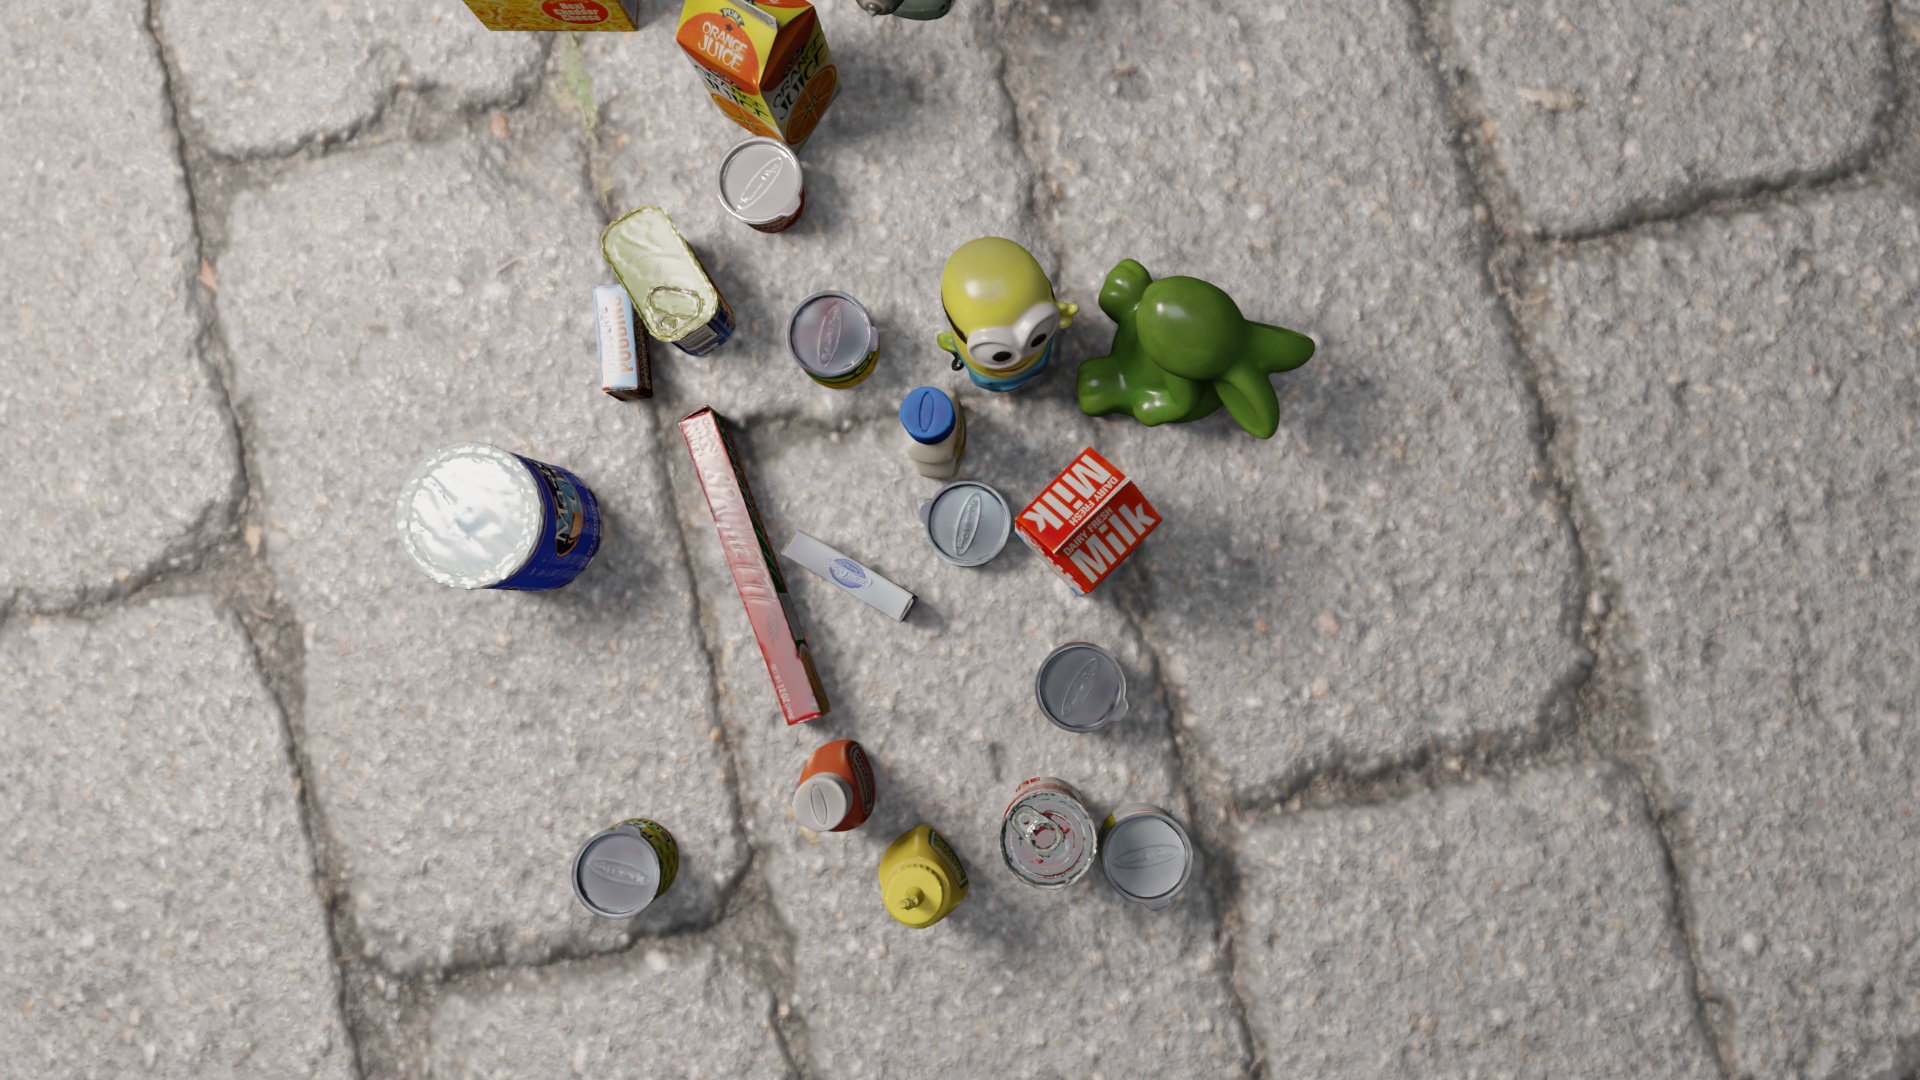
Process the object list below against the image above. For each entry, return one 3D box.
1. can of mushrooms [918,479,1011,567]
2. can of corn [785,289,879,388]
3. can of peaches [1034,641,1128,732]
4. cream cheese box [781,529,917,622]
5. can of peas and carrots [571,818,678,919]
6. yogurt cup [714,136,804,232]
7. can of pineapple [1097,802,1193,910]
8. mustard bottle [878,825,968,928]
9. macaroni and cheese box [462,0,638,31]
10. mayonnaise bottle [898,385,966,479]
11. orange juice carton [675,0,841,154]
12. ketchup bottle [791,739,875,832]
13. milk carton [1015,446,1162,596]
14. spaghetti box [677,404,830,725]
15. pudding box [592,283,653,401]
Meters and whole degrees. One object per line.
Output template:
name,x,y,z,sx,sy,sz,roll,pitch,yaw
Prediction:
can of mushrooms,0.004,-0.013,1.062,0.071,0.033,0.071,0,86,2
can of corn,-0.094,-0.152,1.063,0.071,0.058,0.071,0,86,3
can of peaches,0.090,0.110,1.038,0.071,0.058,0.071,0,86,3
cream cheese box,-0.082,0.027,1.053,0.104,0.053,0.024,30,89,4
can of peas and carrots,-0.250,0.243,1.043,0.071,0.058,0.071,0,86,3
yogurt cup,-0.152,-0.272,1.076,0.072,0.054,0.072,0,86,3
can of pineapple,0.135,0.232,1.028,0.071,0.058,0.071,0,86,3
mustard bottle,-0.028,0.243,0.983,0.049,0.160,0.065,-37,86,0
macaroni and cheese box,-0.323,-0.432,1.037,0.124,0.166,0.040,1,87,3
mayonnaise bottle,-0.019,-0.082,1.010,0.041,0.148,0.065,5,87,3
orange juice carton,-0.147,-0.355,1.011,0.072,0.192,0.073,33,89,4
ketchup bottle,-0.091,0.180,0.995,0.043,0.149,0.064,-15,86,2
milk carton,0.088,-0.011,0.979,0.072,0.190,0.073,-45,86,0
spaghetti box,-0.157,0.019,1.058,0.029,0.050,0.250,-21,86,1
pudding box,-0.261,-0.153,1.074,0.030,0.049,0.083,-6,86,2
